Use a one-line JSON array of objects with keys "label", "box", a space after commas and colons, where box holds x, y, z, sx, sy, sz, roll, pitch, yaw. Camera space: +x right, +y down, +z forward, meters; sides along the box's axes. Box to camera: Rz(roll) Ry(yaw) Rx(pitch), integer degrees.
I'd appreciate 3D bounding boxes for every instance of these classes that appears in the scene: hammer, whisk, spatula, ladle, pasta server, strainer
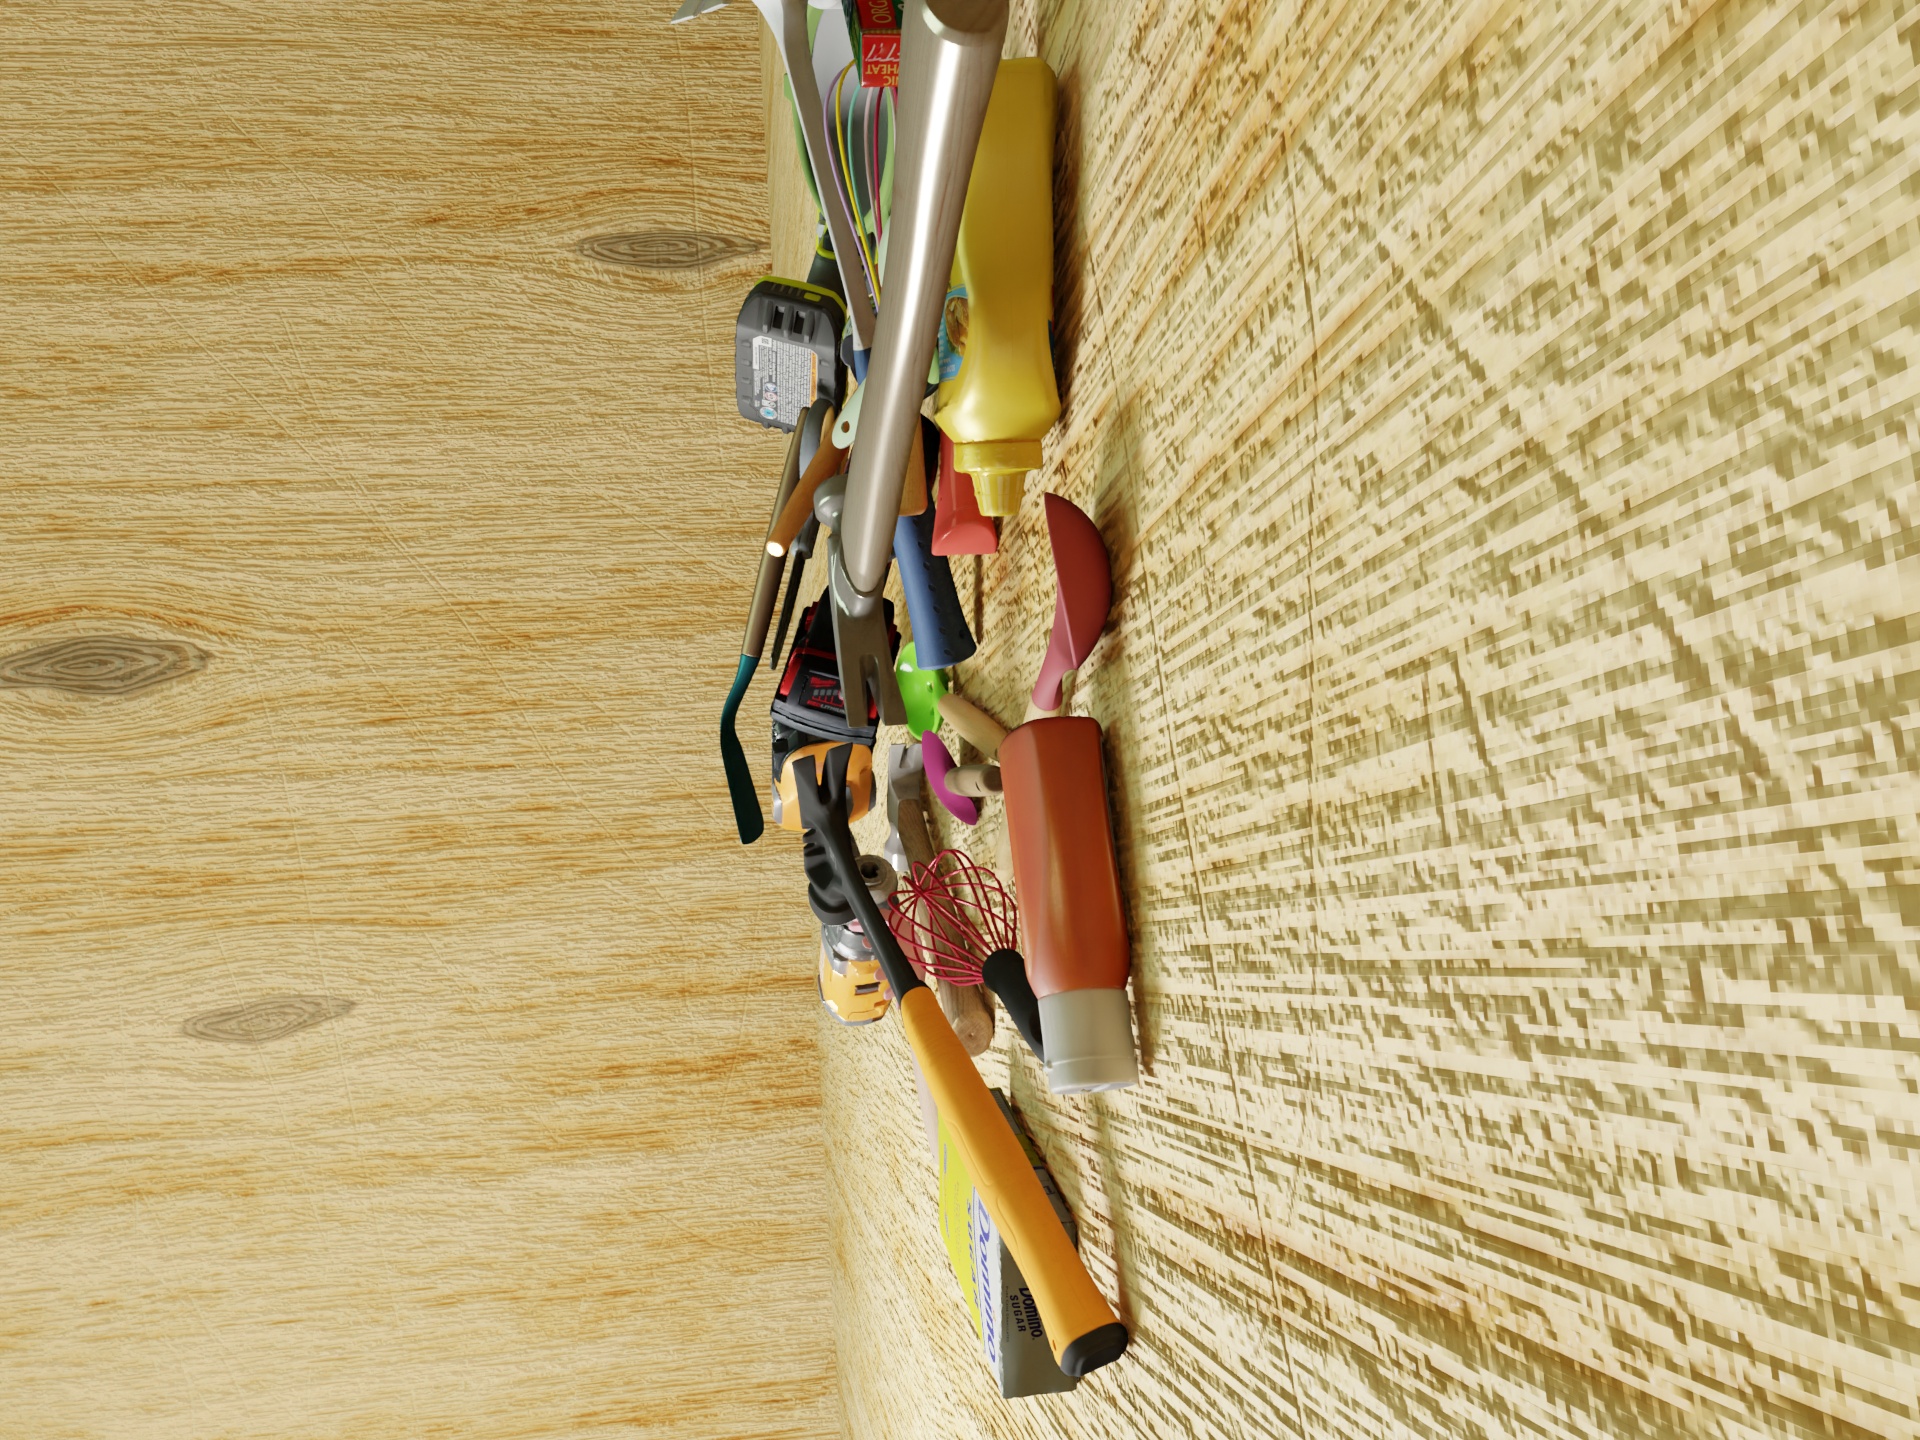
[{"label": "hammer", "box": [-0.003, -0.272, 0.874, 0.149, 0.036, 0.359, -134, 43, -77]}, {"label": "whisk", "box": [0.017, 0.124, 0.818, 0.296, 0.073, 0.073, -152, 59, -73]}, {"label": "whisk", "box": [-0.034, -0.235, 0.866, 0.047, 0.051, 0.245, -25, -67, -63]}, {"label": "spatula", "box": [-0.136, -0.070, 1.160, 0.082, 0.044, 0.317, -30, -47, -84]}, {"label": "ladle", "box": [0.037, 0.004, 0.748, 0.315, 0.031, 0.069, 99, 168, -58]}, {"label": "hammer", "box": [-0.020, 0.121, 1.124, 0.332, 0.031, 0.130, -111, 20, -62]}, {"label": "hammer", "box": [-0.058, -0.221, 0.900, 0.144, 0.035, 0.405, -39, -60, -52]}, {"label": "pasta server", "box": [-0.033, 0.227, 1.084, 0.315, 0.040, 0.060, 83, 160, -47]}, {"label": "spatula", "box": [-0.084, -0.211, 1.102, 0.323, 0.041, 0.081, -69, -15, -47]}, {"label": "hammer", "box": [-0.027, -0.140, 0.692, 0.410, 0.038, 0.146, 109, 154, -64]}, {"label": "strainer", "box": [-0.030, -0.330, 0.976, 0.151, 0.069, 0.256, -32, 75, 64]}, {"label": "hammer", "box": [-0.009, 0.159, 0.778, 0.127, 0.034, 0.337, 90, 156, -44]}]

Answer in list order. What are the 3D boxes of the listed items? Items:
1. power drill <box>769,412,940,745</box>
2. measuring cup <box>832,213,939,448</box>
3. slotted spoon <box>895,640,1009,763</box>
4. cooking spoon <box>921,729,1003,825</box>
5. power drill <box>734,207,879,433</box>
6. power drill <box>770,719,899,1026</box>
[{"label": "power drill", "box": [-0.069, -0.092, 1.092, 0.143, 0.078, 0.219, -78, 5, -45]}, {"label": "measuring cup", "box": [-0.033, -0.203, 0.821, 0.167, 0.038, 0.083, -49, 63, 34]}, {"label": "slotted spoon", "box": [-0.002, -0.003, 0.985, 0.314, 0.031, 0.070, -142, 50, -76]}, {"label": "cooking spoon", "box": [0.000, 0.034, 0.910, 0.069, 0.017, 0.319, 64, 174, 0]}, {"label": "power drill", "box": [-0.102, -0.342, 1.207, 0.171, 0.080, 0.223, 101, -177, -60]}, {"label": "power drill", "box": [-0.090, 0.094, 1.205, 0.185, 0.084, 0.226, 100, 159, -53]}]
